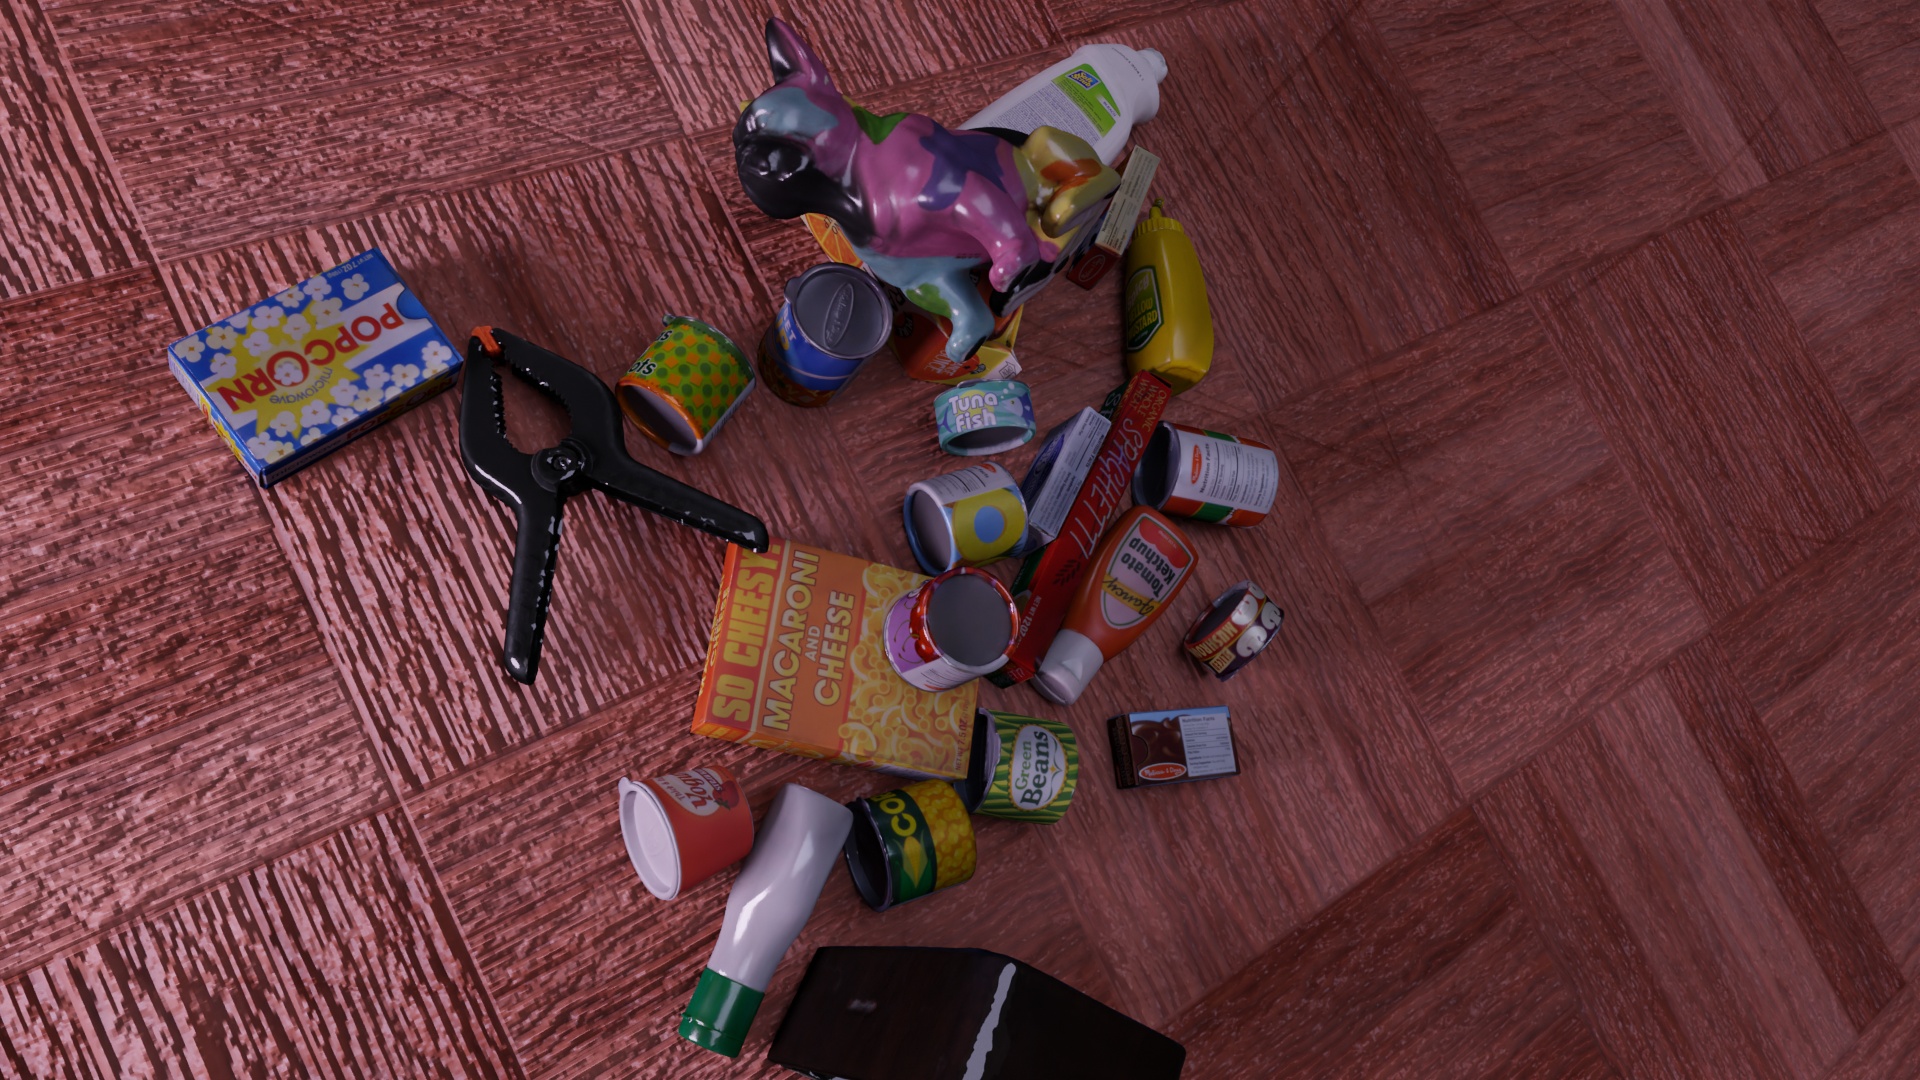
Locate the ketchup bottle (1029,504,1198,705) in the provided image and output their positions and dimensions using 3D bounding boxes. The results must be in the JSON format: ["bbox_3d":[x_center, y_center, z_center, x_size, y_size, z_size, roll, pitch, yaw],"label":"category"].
[{"bbox_3d":[0.100,0.046,0.941,0.064,0.043,0.149,43,62,-6],"label":"ketchup bottle"}]

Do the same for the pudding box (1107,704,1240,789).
[{"bbox_3d":[0.144,0.139,0.937,0.084,0.030,0.050,-1,75,-25],"label":"pudding box"}]

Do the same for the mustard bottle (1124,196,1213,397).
[{"bbox_3d":[0.150,-0.188,1.031,0.049,0.065,0.161,10,64,-27],"label":"mustard bottle"}]

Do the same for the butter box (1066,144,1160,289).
[{"bbox_3d":[0.115,-0.241,1.036,0.024,0.053,0.104,28,63,-11],"label":"butter box"}]

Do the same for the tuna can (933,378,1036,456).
[{"bbox_3d":[0.016,-0.082,0.929,0.071,0.071,0.033,-2,75,-25],"label":"tuna can"}]

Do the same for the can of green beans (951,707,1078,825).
[{"bbox_3d":[0.034,0.141,0.866,0.058,0.071,0.071,13,69,-21],"label":"can of green beans"}]

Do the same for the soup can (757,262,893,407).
[{"bbox_3d":[-0.091,-0.131,0.890,0.071,0.083,0.071,8,70,-22],"label":"soup can"}]

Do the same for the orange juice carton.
[{"bbox_3d":[-0.026,-0.182,0.943,0.073,0.071,0.192,-33,88,-28],"label":"orange juice carton"}]

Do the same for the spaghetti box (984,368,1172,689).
[{"bbox_3d":[0.079,-0.013,0.947,0.028,0.050,0.251,34,62,-12],"label":"spaghetti box"}]

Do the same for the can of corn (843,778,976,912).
[{"bbox_3d":[-0.031,0.177,0.823,0.058,0.071,0.071,-12,79,-28],"label":"can of corn"}]

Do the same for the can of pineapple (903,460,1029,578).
[{"bbox_3d":[0.003,-0.011,0.904,0.058,0.070,0.071,-17,81,-27],"label":"can of pineapple"}]

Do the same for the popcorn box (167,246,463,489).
[{"bbox_3d":[-0.361,-0.098,0.783,0.127,0.038,0.085,-37,90,-29],"label":"popcorn box"}]

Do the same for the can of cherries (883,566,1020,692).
[{"bbox_3d":[-0.005,0.051,0.836,0.071,0.058,0.071,8,71,-24],"label":"can of cherries"}]

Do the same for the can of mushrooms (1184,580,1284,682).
[{"bbox_3d":[0.188,0.062,0.961,0.033,0.070,0.071,44,61,-5],"label":"can of mushrooms"}]

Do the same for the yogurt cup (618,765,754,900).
[{"bbox_3d":[-0.152,0.160,0.779,0.054,0.072,0.072,-16,80,-36],"label":"yogurt cup"}]

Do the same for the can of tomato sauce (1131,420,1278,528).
[{"bbox_3d":[0.173,-0.046,0.993,0.083,0.071,0.071,9,70,-22],"label":"can of tomato sauce"}]

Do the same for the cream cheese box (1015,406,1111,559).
[{"bbox_3d":[0.063,-0.040,0.946,0.024,0.053,0.104,34,63,-13],"label":"cream cheese box"}]

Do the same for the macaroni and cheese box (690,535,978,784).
[{"bbox_3d":[-0.071,0.074,0.856,0.166,0.040,0.124,15,67,-20],"label":"macaroni and cheese box"}]

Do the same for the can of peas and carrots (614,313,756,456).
[{"bbox_3d":[-0.171,-0.096,0.852,0.071,0.070,0.059,38,63,-9],"label":"can of peas and carrots"}]

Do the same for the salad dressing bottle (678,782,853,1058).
[{"bbox_3d":[-0.111,0.213,0.784,0.044,0.064,0.148,32,71,-23],"label":"salad dressing bottle"}]
